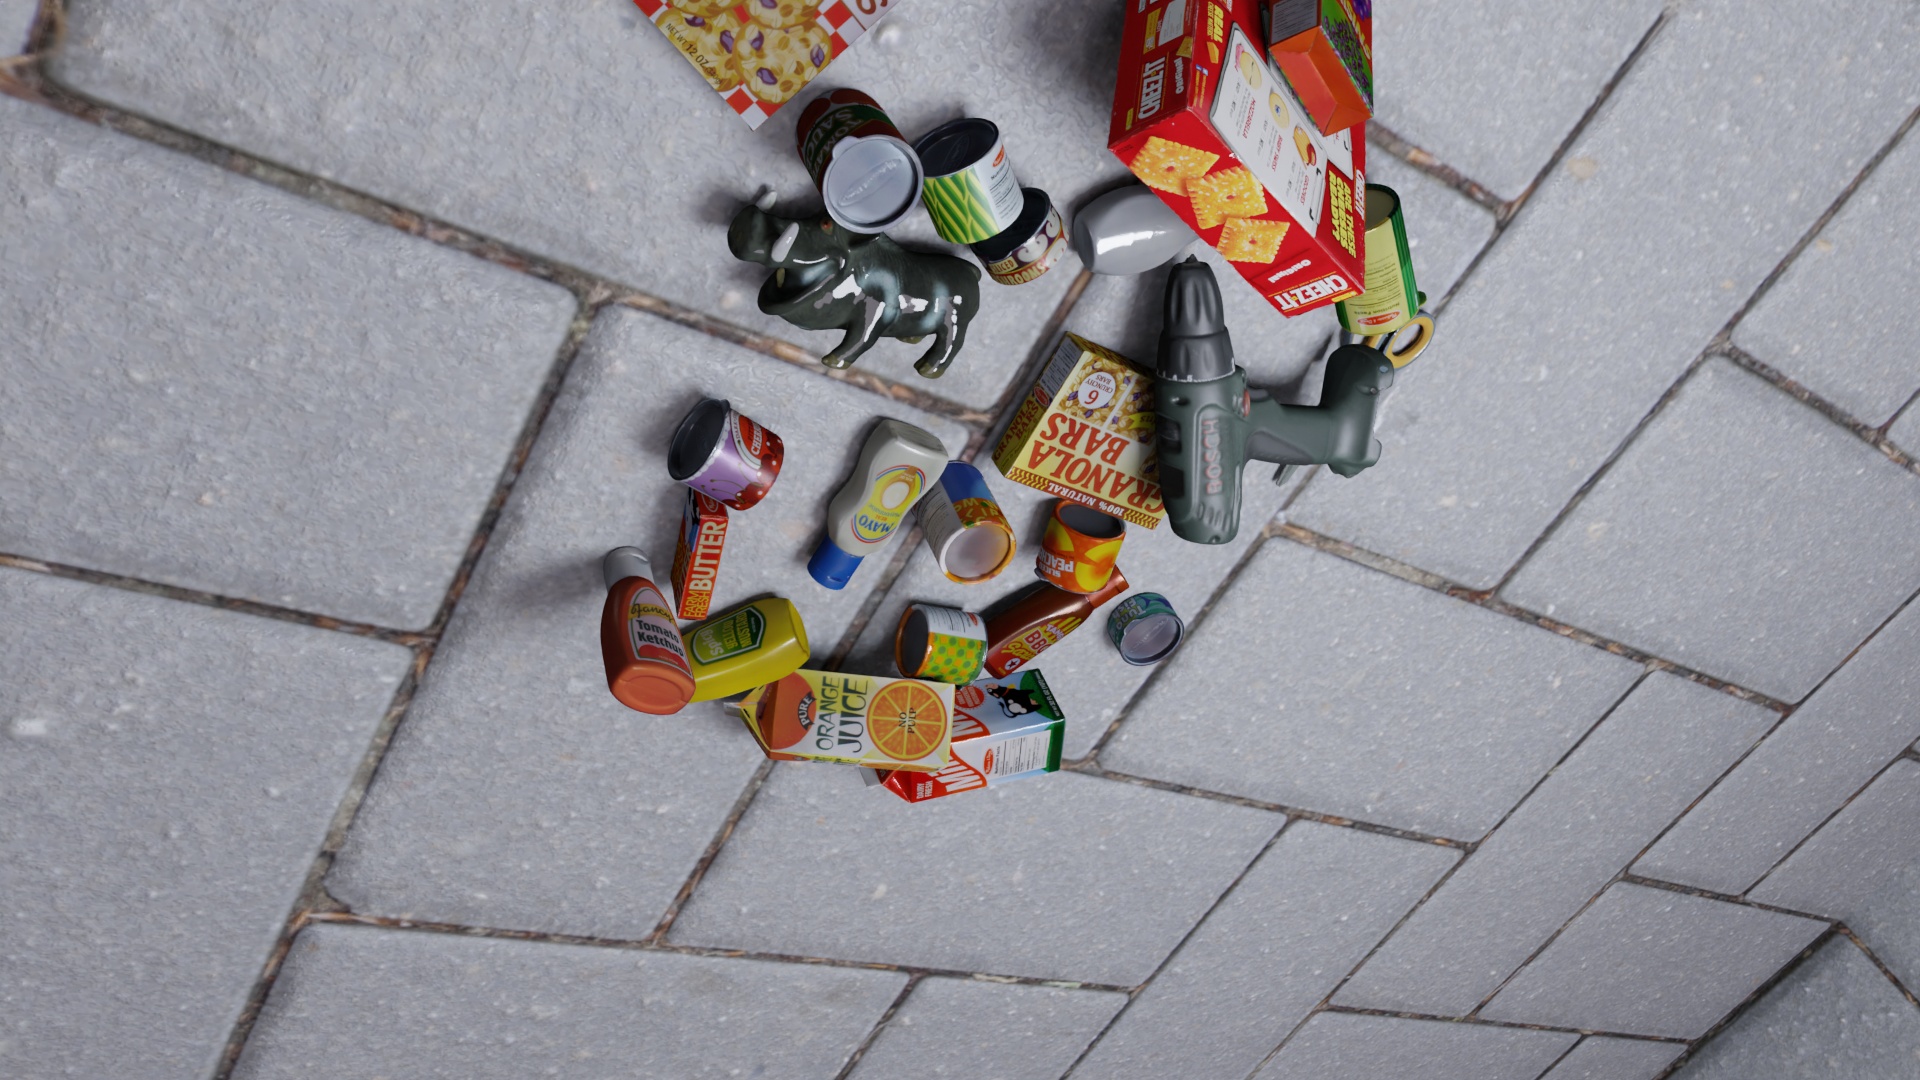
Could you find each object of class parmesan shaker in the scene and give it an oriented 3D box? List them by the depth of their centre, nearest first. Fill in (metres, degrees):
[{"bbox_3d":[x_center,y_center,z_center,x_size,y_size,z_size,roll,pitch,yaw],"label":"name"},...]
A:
[{"bbox_3d":[0.326,-0.224,1.102,0.071,0.071,0.102,-28,132,1],"label":"parmesan shaker"}]

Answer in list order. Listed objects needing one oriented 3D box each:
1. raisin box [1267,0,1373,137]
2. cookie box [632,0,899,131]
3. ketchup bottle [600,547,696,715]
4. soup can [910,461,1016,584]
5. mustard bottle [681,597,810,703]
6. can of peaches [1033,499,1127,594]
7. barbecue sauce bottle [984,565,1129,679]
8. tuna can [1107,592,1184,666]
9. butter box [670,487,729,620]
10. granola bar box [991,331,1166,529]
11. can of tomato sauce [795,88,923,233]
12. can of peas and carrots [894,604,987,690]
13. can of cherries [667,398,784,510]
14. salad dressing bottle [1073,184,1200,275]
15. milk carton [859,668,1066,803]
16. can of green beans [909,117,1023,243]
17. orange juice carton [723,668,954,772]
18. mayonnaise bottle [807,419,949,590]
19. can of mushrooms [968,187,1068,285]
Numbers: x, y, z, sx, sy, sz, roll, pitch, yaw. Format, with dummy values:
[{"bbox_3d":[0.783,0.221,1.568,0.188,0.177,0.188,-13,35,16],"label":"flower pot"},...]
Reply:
[{"bbox_3d":[0.242,-0.346,0.931,0.040,0.124,0.086,-16,140,35],"label":"raisin box"},{"bbox_3d":[-0.106,-0.350,0.837,0.167,0.040,0.122,-38,131,10],"label":"cookie box"},{"bbox_3d":[-0.242,0.064,1.042,0.064,0.149,0.043,28,113,-37],"label":"ketchup bottle"},{"bbox_3d":[0.004,-0.014,1.126,0.071,0.084,0.071,-12,131,-14],"label":"soup can"},{"bbox_3d":[-0.206,0.101,1.147,0.160,0.065,0.048,-22,136,0],"label":"mustard bottle"},{"bbox_3d":[0.102,0.004,1.193,0.071,0.071,0.057,1,126,-23],"label":"can of peaches"},{"bbox_3d":[0.080,0.067,1.250,0.148,0.044,0.064,-33,147,5],"label":"barbecue sauce bottle"},{"bbox_3d":[0.173,0.083,1.310,0.071,0.033,0.070,-12,130,-14],"label":"tuna can"},{"bbox_3d":[-0.203,0.007,1.077,0.024,0.053,0.103,4,125,-23],"label":"butter box"},{"bbox_3d":[0.125,-0.087,1.145,0.165,0.039,0.123,18,114,-33],"label":"granola bar box"},{"bbox_3d":[-0.069,-0.249,0.905,0.071,0.083,0.070,-11,130,-14],"label":"can of tomato sauce"},{"bbox_3d":[-0.018,0.094,1.215,0.059,0.071,0.070,11,122,-28],"label":"can of peas and carrots"},{"bbox_3d":[-0.171,-0.064,1.023,0.058,0.072,0.071,31,111,-38],"label":"can of cherries"},{"bbox_3d":[0.160,-0.240,1.036,0.148,0.044,0.064,-17,125,-11],"label":"salad dressing bottle"},{"bbox_3d":[-0.005,0.185,1.292,0.191,0.072,0.073,-10,130,-16],"label":"milk carton"},{"bbox_3d":[0.004,-0.246,0.950,0.071,0.071,0.057,-27,133,0],"label":"can of green beans"},{"bbox_3d":[-0.106,0.153,1.190,0.193,0.073,0.071,6,165,-8],"label":"orange juice carton"},{"bbox_3d":[-0.072,-0.026,1.114,0.065,0.041,0.147,18,118,-35],"label":"mayonnaise bottle"},{"bbox_3d":[0.041,-0.214,0.988,0.071,0.071,0.033,-35,133,7],"label":"can of mushrooms"}]
